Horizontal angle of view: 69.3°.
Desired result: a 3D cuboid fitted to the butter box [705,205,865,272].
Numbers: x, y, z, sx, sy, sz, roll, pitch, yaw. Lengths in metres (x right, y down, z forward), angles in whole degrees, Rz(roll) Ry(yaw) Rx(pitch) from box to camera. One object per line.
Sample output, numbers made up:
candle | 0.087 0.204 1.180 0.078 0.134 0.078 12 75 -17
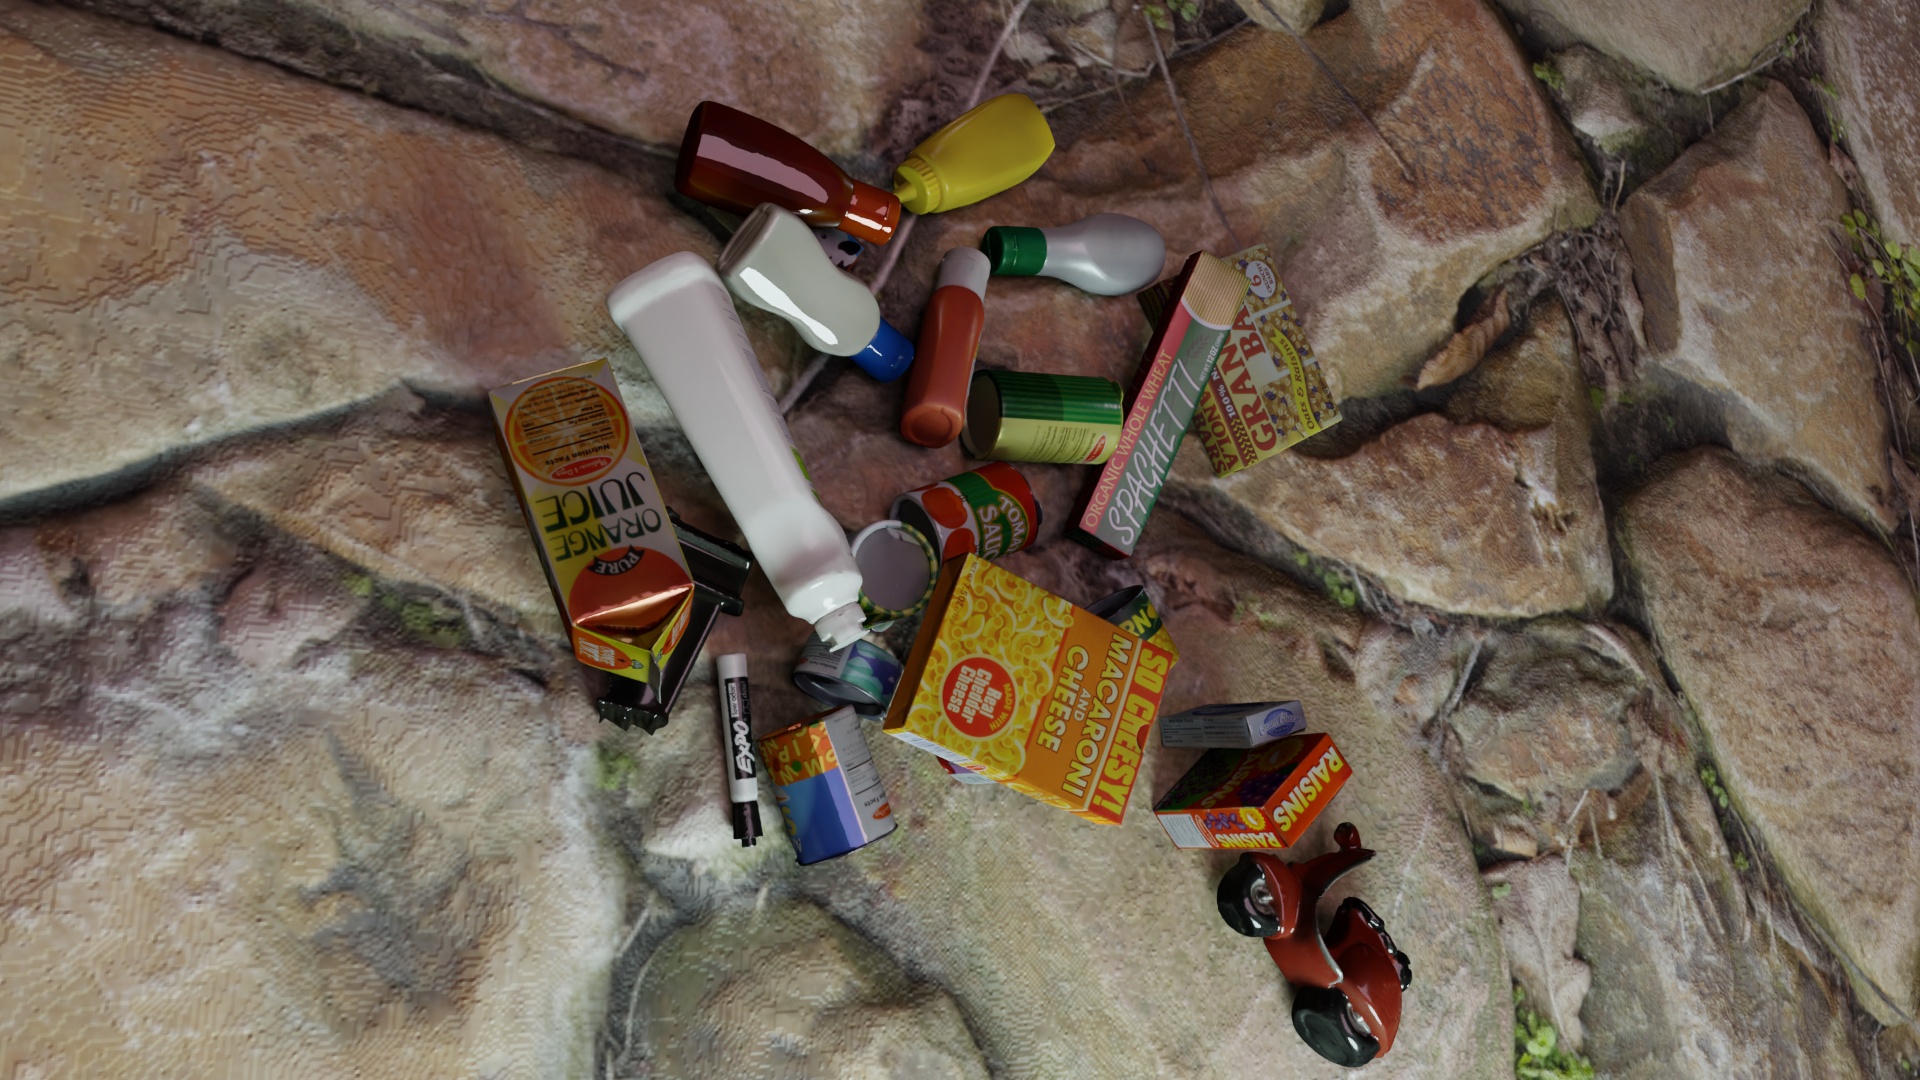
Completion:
butter box | -0.121 -0.217 0.964 0.103 0.024 0.053 40 63 -16

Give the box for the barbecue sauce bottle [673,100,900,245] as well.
barbecue sauce bottle | -0.113 -0.239 0.933 0.148 0.043 0.065 15 82 -27

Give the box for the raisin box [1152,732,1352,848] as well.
raisin box | 0.210 0.183 1.005 0.086 0.123 0.040 -38 99 -31

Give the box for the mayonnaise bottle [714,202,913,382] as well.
mayonnaise bottle | -0.092 -0.160 0.936 0.148 0.041 0.065 37 90 -38

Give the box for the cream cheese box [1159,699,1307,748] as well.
cream cheese box | 0.198 0.135 1.020 0.053 0.103 0.024 -12 88 -30

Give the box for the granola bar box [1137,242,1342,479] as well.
granola bar box | 0.231 -0.150 1.142 0.125 0.039 0.165 -25 92 -31

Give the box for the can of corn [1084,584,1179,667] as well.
can of corn | 0.118 0.074 1.008 0.071 0.071 0.058 -34 97 -31

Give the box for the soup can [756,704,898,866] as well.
soup can | -0.087 0.154 0.877 0.071 0.071 0.084 -19 88 -32

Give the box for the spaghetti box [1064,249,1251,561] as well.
spaghetti box | 0.153 -0.105 1.064 0.050 0.028 0.250 28 77 -13

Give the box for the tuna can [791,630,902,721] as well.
tuna can | -0.071 0.088 0.900 0.071 0.071 0.033 31 65 -21

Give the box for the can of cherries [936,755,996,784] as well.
can of cherries | 0.022 0.130 0.947 0.071 0.058 0.071 7 76 -27

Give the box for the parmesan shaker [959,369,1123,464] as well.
parmesan shaker | 0.059 -0.092 1.011 0.103 0.071 0.071 1 79 -29

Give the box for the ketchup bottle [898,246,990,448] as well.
ketchup bottle | -0.009 -0.142 0.992 0.043 0.064 0.149 17 62 -12

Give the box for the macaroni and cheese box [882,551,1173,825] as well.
macaroni and cheese box | 0.048 0.099 0.907 0.166 0.040 0.124 26 71 -18

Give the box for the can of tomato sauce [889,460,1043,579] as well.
can of tomato sauce | 0.003 -0.012 0.962 0.083 0.071 0.071 -20 89 -31

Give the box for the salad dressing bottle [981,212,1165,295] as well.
salad dressing bottle | 0.088 -0.223 1.075 0.148 0.044 0.064 -4 82 -29

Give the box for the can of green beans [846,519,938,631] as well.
can of green beans | -0.056 0.023 0.927 0.071 0.057 0.071 7 76 -28

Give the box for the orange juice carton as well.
orange juice carton | -0.208 -0.001 0.808 0.073 0.071 0.193 -19 76 -20

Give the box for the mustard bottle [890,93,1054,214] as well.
mustard bottle | -0.002 -0.280 1.033 0.161 0.048 0.065 -34 97 -30
